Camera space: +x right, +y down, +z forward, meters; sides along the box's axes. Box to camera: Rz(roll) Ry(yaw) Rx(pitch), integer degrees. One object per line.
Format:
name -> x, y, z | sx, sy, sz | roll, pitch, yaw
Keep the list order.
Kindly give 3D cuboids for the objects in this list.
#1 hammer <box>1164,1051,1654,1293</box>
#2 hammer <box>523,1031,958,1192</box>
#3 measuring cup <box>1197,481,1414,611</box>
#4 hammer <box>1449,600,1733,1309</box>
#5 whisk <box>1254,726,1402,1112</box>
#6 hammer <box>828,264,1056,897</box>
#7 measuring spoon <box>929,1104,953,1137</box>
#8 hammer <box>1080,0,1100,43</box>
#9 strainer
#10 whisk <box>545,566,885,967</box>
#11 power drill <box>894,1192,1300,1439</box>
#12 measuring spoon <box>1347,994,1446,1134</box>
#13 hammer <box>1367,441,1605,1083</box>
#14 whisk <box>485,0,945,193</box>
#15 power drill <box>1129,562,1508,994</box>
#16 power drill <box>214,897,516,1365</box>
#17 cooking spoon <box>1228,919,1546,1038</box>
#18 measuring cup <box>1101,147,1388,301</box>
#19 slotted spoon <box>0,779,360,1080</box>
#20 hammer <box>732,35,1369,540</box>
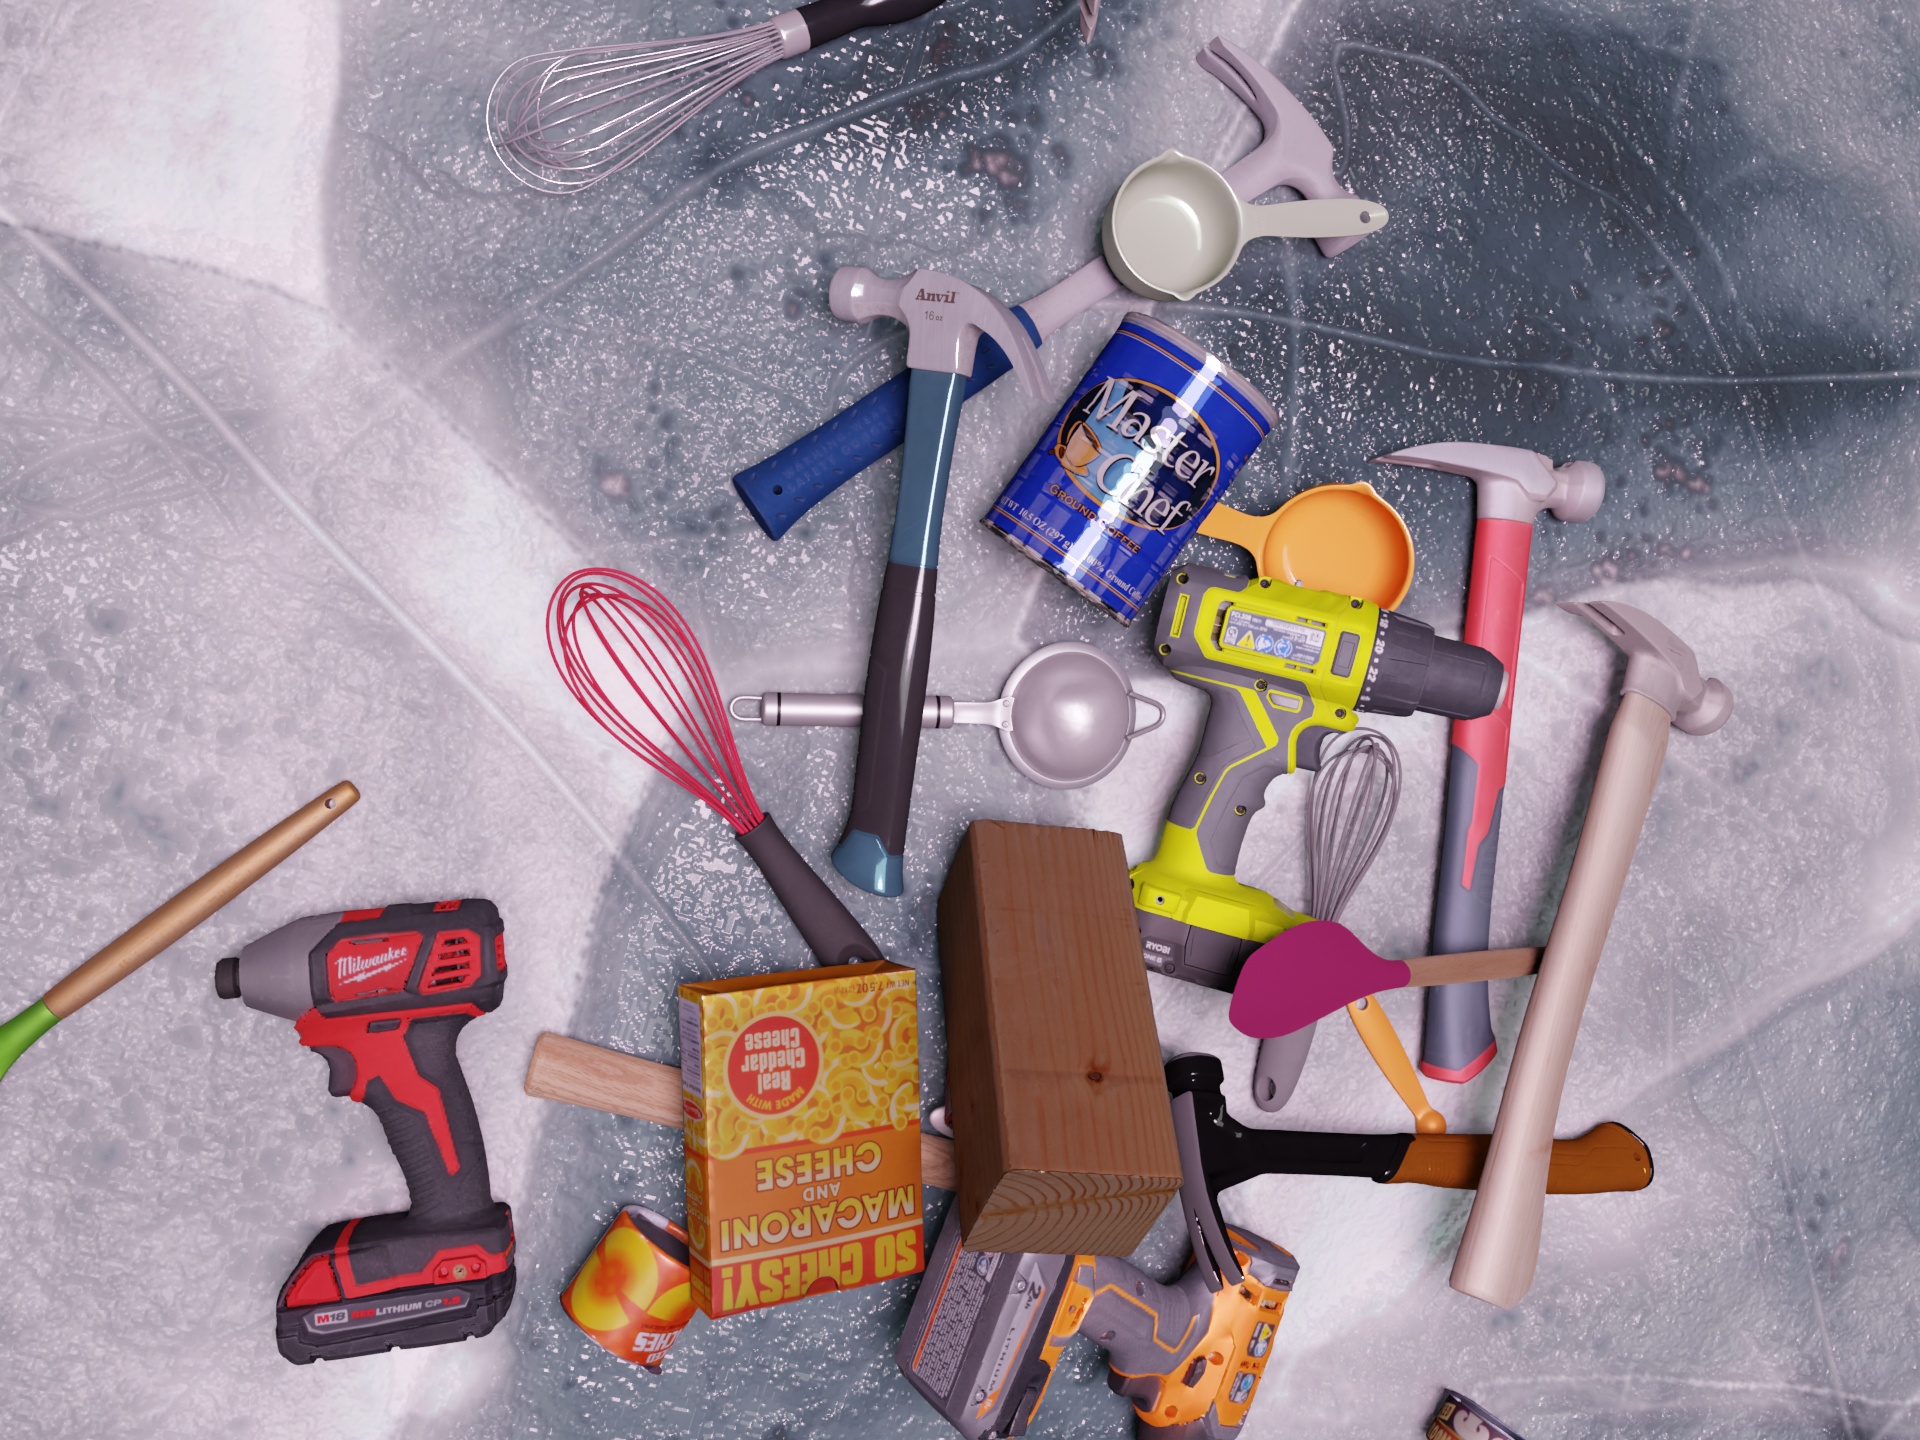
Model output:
hammer -> 0.276, 0.266, 0.935 | 0.336, 0.034, 0.127 | 8, 57, -23
hammer -> -0.079, 0.235, 0.896 | 0.331, 0.031, 0.130 | 17, 87, -12
measuring cup -> 0.180, -0.110, 0.938 | 0.173, 0.052, 0.095 | 21, 105, 9
hammer -> 0.352, 0.131, 0.928 | 0.146, 0.038, 0.411 | 30, 74, -30
whisk -> 0.214, 0.120, 0.952 | 0.055, 0.055, 0.239 | 15, 93, -12
hammer -> -0.029, -0.070, 0.849 | 0.128, 0.033, 0.331 | 12, 99, 24
measuring spoon -> 0.042, 0.238, 0.896 | 0.124, 0.018, 0.034 | 15, 87, -11
hammer -> -0.104, -0.421, 0.851 | 0.359, 0.036, 0.149 | -4, 60, -8
strainer -> -0.001, -0.003, 0.905 | 0.258, 0.050, 0.087 | 1, 95, -9
whisk -> -0.125, 0.042, 0.871 | 0.073, 0.073, 0.295 | -37, 104, -9
power drill -> 0.080, 0.353, 0.884 | 0.226, 0.084, 0.164 | 23, 86, -33
measuring spoon -> 0.269, 0.211, 0.981 | 0.021, 0.011, 0.117 | -32, 98, -10
hammer -> 0.302, 0.026, 0.971 | 0.143, 0.038, 0.386 | 6, 90, -11
whisk -> -0.122, -0.363, 0.863 | 0.284, 0.070, 0.070 | -28, 97, -15
power drill -> 0.187, 0.038, 0.893 | 0.190, 0.080, 0.228 | 15, 96, 8
power drill -> -0.304, 0.207, 0.826 | 0.143, 0.078, 0.220 | -4, 89, -12
cooking spoon -> 0.264, 0.141, 0.895 | 0.318, 0.017, 0.068 | 3, 109, -38
measuring cup -> 0.159, -0.277, 0.898 | 0.167, 0.038, 0.083 | -7, 93, -14
slotted spoon -> -0.442, 0.133, 0.818 | 0.314, 0.031, 0.070 | -39, 95, -11
hammer -> 0.045, -0.237, 0.910 | 0.405, 0.035, 0.144 | -35, 98, -9
